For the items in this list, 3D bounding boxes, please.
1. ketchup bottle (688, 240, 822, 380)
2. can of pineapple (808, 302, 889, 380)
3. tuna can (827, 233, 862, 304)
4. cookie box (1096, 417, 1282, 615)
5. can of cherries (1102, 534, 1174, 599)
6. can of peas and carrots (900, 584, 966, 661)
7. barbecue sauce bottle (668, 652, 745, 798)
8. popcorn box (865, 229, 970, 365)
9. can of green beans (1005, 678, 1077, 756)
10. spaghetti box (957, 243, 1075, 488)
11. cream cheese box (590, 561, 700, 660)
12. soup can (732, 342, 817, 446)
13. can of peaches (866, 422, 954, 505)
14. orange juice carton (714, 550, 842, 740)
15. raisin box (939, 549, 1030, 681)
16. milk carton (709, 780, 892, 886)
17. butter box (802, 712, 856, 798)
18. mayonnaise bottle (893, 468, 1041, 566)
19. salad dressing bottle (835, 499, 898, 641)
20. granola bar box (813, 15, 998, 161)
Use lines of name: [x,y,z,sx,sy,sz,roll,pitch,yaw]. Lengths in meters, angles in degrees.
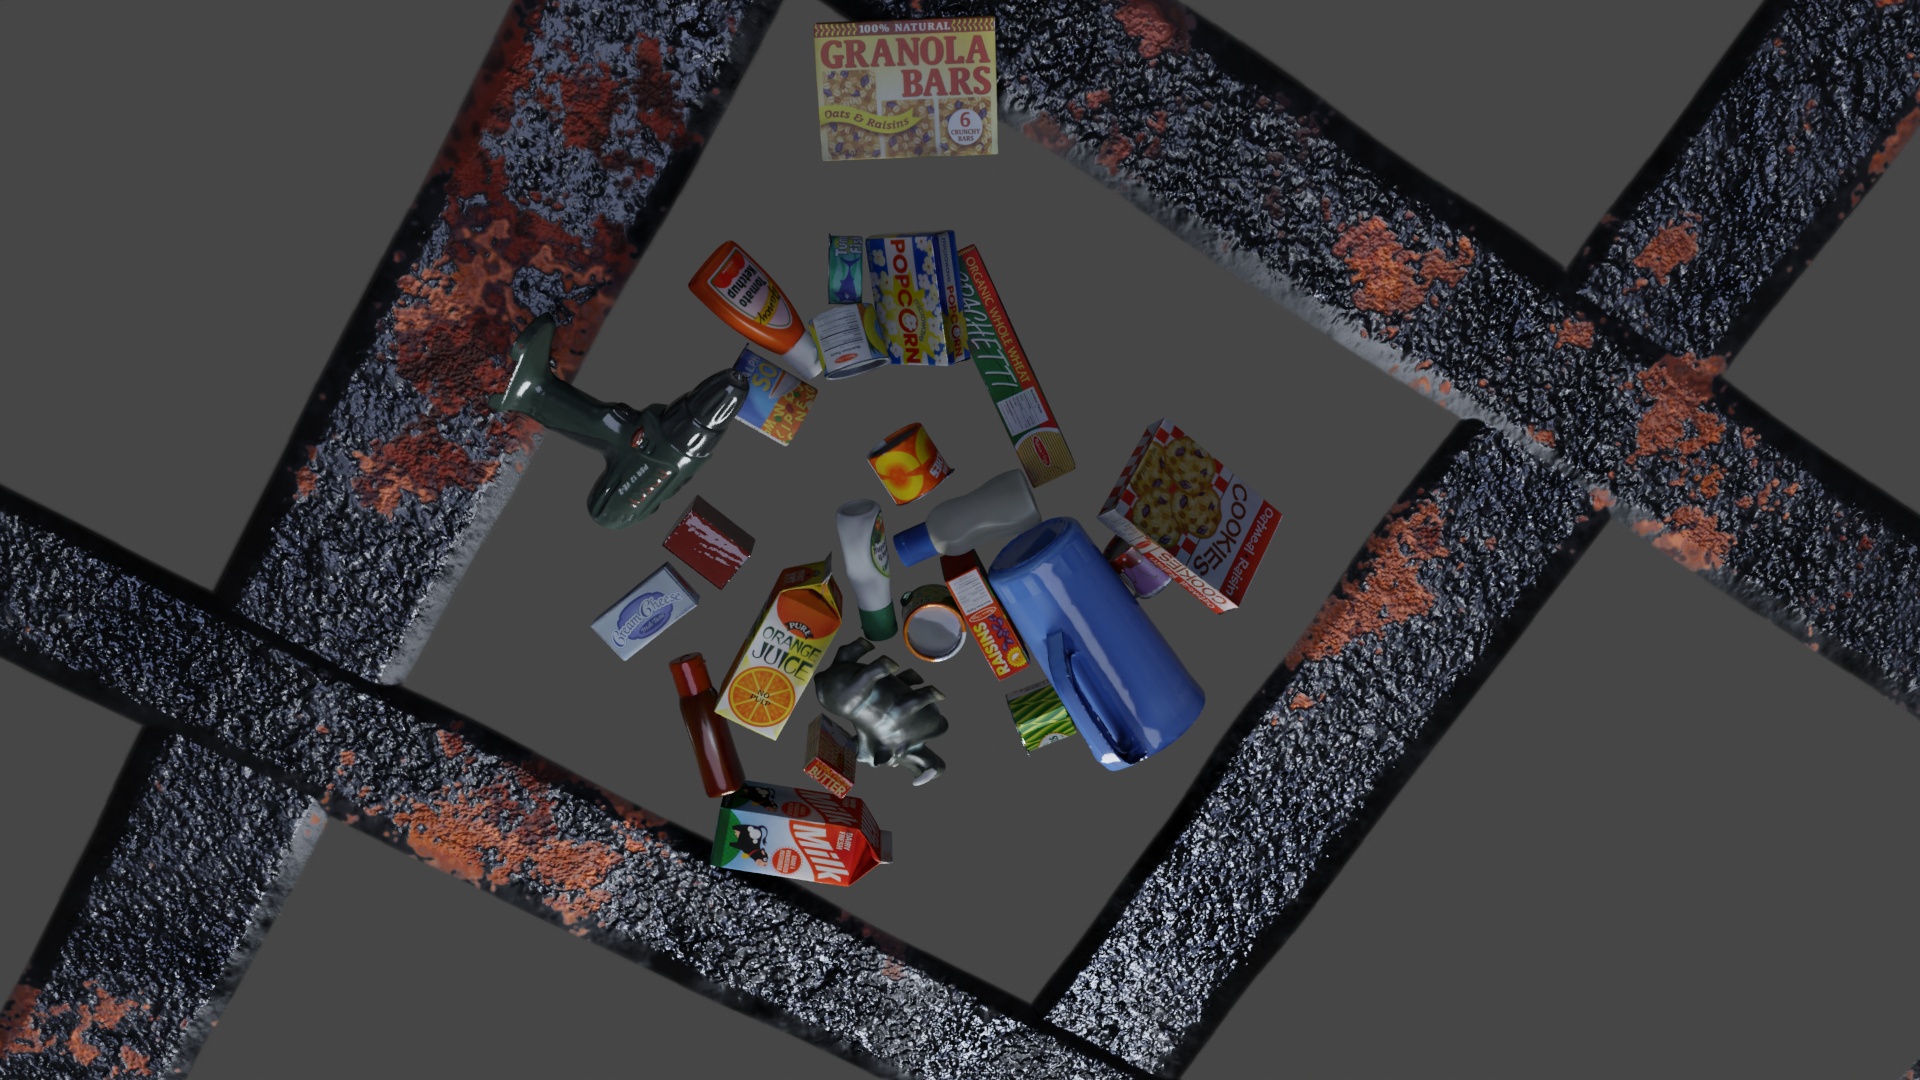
ketchup bottle: [-0.190,-0.218,1.345,0.148,0.043,0.065,43,63,-22]
can of pineapple: [-0.107,-0.191,1.336,0.071,0.071,0.058,-16,89,2]
tuna can: [-0.110,-0.261,1.328,0.033,0.071,0.070,0,108,-5]
cookie box: [0.234,-0.024,1.403,0.167,0.040,0.123,38,64,-13]
can of cherries: [0.186,0.019,1.432,0.058,0.072,0.071,42,101,-14]
can of peas and carrots: [-0.030,0.084,1.445,0.071,0.059,0.070,-1,107,-3]
barbecue sauce bottle: [-0.268,0.193,1.466,0.044,0.065,0.148,-16,99,0]
popcorn box: [-0.041,-0.233,1.333,0.085,0.038,0.126,7,113,37]
can of green beans: [0.086,0.185,1.479,0.058,0.071,0.071,-21,107,3]
spaghetti box: [0.044,-0.173,1.384,0.050,0.029,0.249,-24,107,5]
cream cheese box: [-0.327,0.074,1.443,0.103,0.024,0.053,-37,105,8]
soup can: [-0.190,-0.143,1.361,0.084,0.071,0.071,29,104,-12]
can of peaches: [-0.050,-0.078,1.389,0.071,0.071,0.058,-31,106,7]
orange juice carton: [-0.177,0.101,1.435,0.073,0.072,0.192,27,104,-11]
raisin box: [0.026,0.072,1.429,0.040,0.086,0.123,-27,106,3]
milk carton: [-0.167,0.318,1.503,0.191,0.072,0.073,10,106,-6]
butter box: [-0.136,0.225,1.460,0.053,0.104,0.024,39,103,-14]
mayonnaise bottle: [0.005,-0.018,1.416,0.148,0.065,0.041,-23,146,8]
salad dressing bottle: [-0.094,0.032,1.427,0.044,0.064,0.147,-3,117,12]
granola bar box: [-0.050,-0.421,1.296,0.166,0.039,0.123,-3,108,-2]
